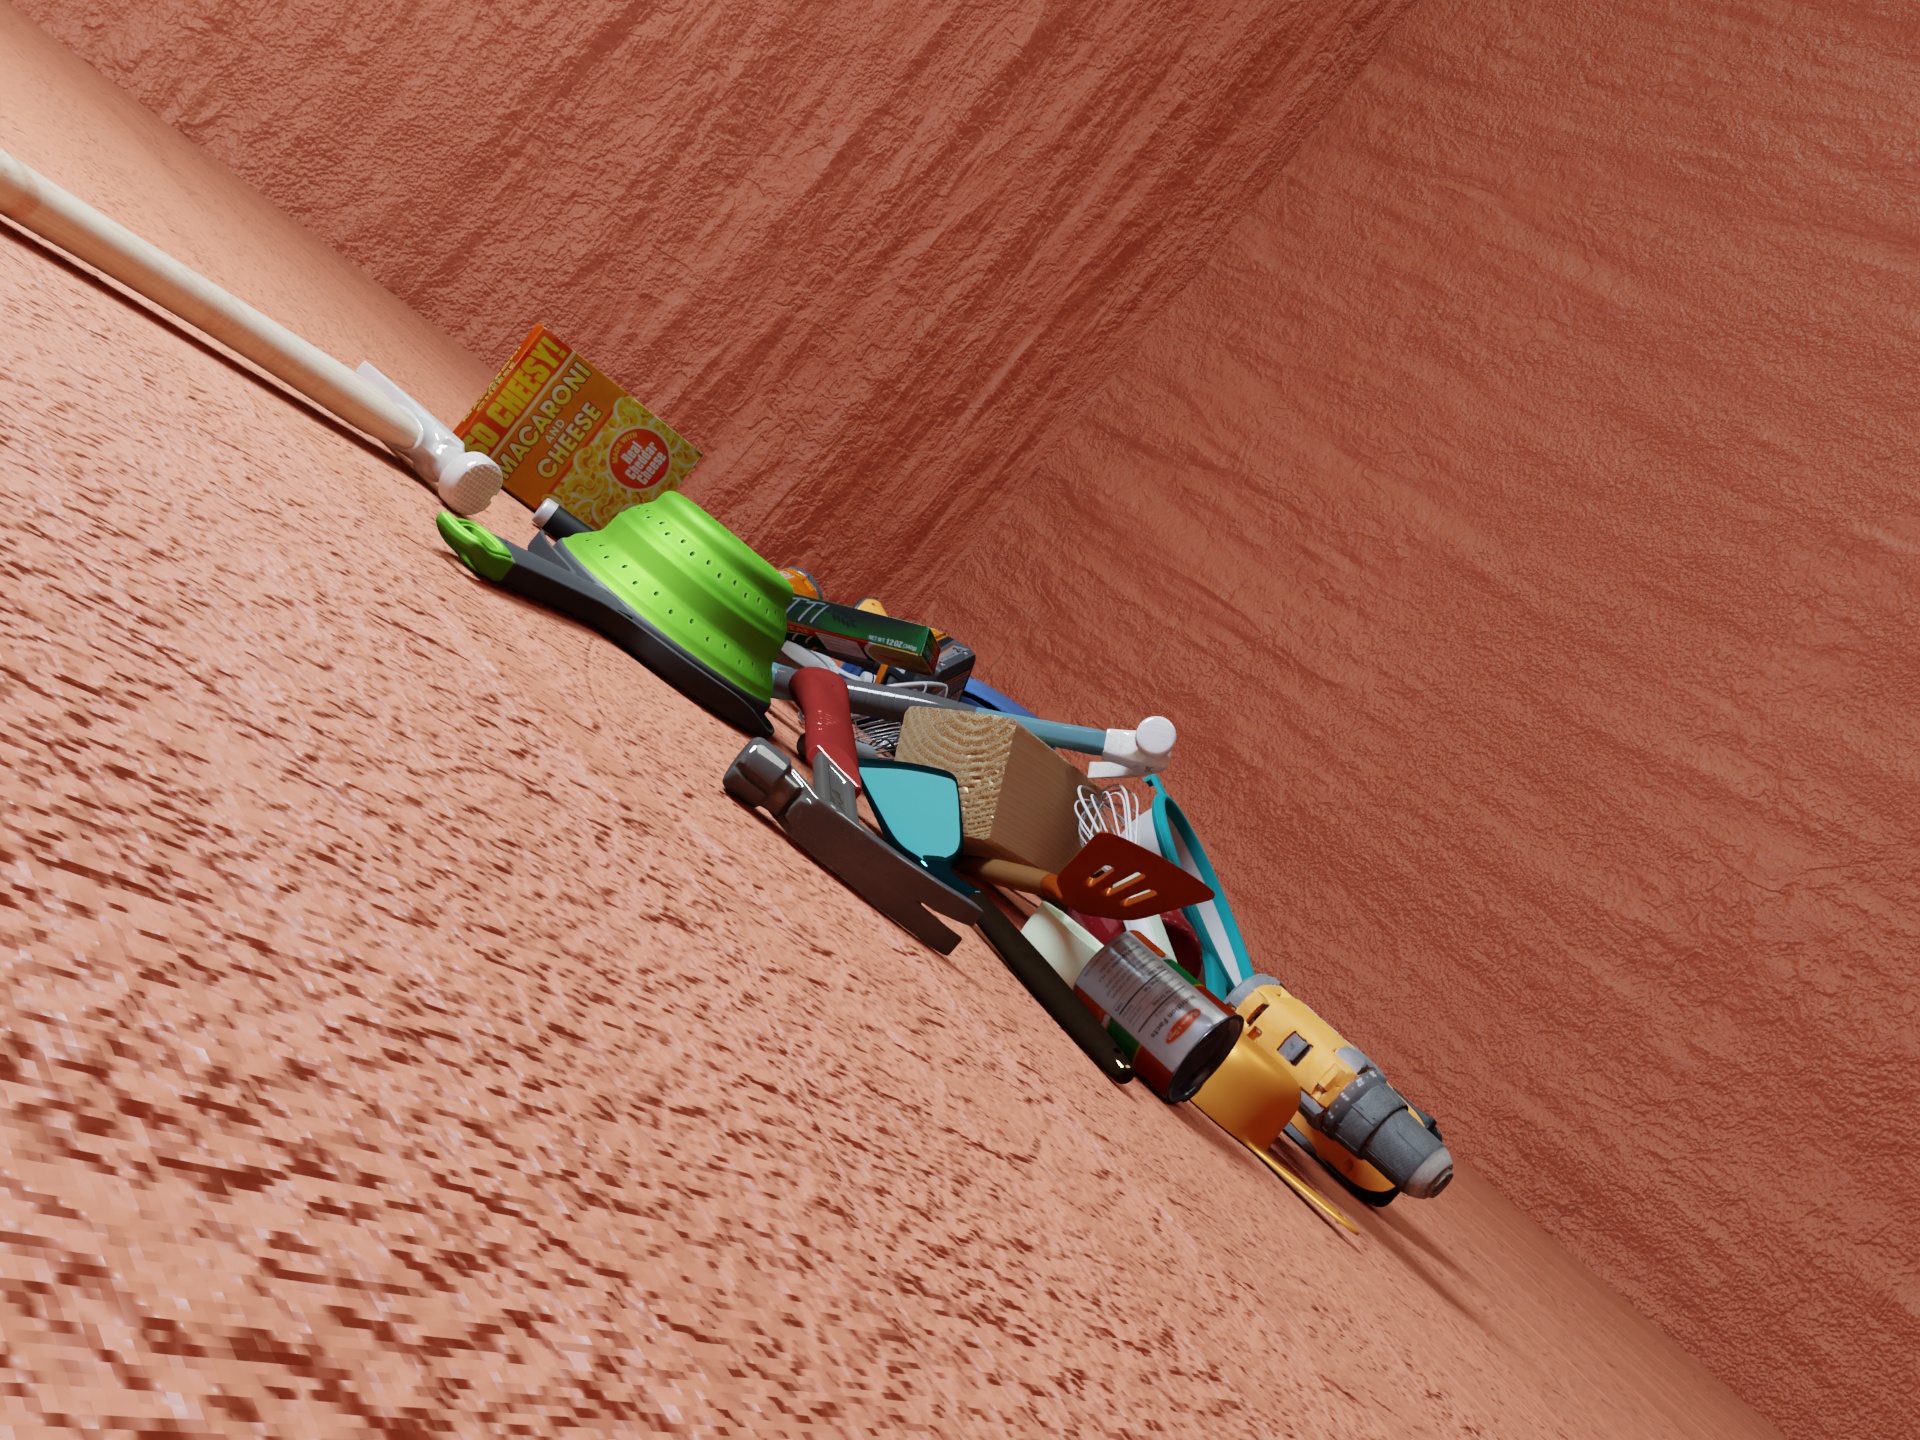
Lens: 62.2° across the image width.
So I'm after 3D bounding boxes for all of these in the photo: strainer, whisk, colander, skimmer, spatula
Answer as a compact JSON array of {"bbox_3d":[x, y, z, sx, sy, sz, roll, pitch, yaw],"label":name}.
[{"bbox_3d":[-0.103,-0.039,1.598,0.258,0.050,0.087,20,19,-22],"label":"strainer"},{"bbox_3d":[-0.072,0.030,1.217,0.055,0.055,0.239,40,6,17],"label":"whisk"},{"bbox_3d":[-0.195,-0.096,0.988,0.204,0.094,0.397,39,1,13],"label":"colander"},{"bbox_3d":[0.172,0.202,1.317,0.210,0.095,0.341,61,15,-19],"label":"strainer"},{"bbox_3d":[0.119,0.113,1.139,0.059,0.058,0.247,40,16,-21],"label":"whisk"},{"bbox_3d":[-0.173,-0.085,1.292,0.363,0.090,0.127,36,-28,-19],"label":"skimmer"},{"bbox_3d":[0.054,0.097,1.029,0.081,0.041,0.323,30,-9,-16],"label":"spatula"},{"bbox_3d":[0.022,0.115,0.971,0.082,0.044,0.318,9,20,-32],"label":"spatula"}]

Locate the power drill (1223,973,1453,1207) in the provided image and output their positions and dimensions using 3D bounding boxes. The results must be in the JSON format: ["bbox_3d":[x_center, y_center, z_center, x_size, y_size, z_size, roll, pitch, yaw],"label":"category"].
[{"bbox_3d":[0.284,0.283,1.141,0.186,0.084,0.226,41,-4,35],"label":"power drill"}]

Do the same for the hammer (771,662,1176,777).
[{"bbox_3d":[-0.002,-0.004,1.229,0.331,0.033,0.128,11,-12,5],"label":"hammer"}]

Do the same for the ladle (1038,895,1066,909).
[{"bbox_3d":[0.072,0.134,1.399,0.078,0.062,0.319,5,-19,40],"label":"ladle"}]

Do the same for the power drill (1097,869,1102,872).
[{"bbox_3d":[0.055,0.100,1.591,0.229,0.080,0.190,42,4,24],"label":"power drill"}]

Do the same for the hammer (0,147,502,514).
[{"bbox_3d":[-0.409,-0.226,0.830,0.146,0.038,0.410,38,1,25],"label":"hammer"}]

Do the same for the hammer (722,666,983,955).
[{"bbox_3d":[-0.070,0.028,0.964,0.149,0.036,0.359,38,6,-12],"label":"hammer"}]

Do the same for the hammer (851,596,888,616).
[{"bbox_3d":[-0.020,-0.010,1.552,0.127,0.034,0.337,0,40,-35],"label":"hammer"}]

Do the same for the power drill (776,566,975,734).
[{"bbox_3d":[-0.116,-0.068,1.459,0.226,0.084,0.164,26,20,14],"label":"power drill"}]

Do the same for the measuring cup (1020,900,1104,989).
[{"bbox_3d":[0.103,0.182,1.055,0.167,0.038,0.083,41,1,-26],"label":"measuring cup"}]

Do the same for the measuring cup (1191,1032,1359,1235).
[{"bbox_3d":[0.202,0.252,1.009,0.095,0.052,0.174,38,0,-43],"label":"measuring cup"}]
